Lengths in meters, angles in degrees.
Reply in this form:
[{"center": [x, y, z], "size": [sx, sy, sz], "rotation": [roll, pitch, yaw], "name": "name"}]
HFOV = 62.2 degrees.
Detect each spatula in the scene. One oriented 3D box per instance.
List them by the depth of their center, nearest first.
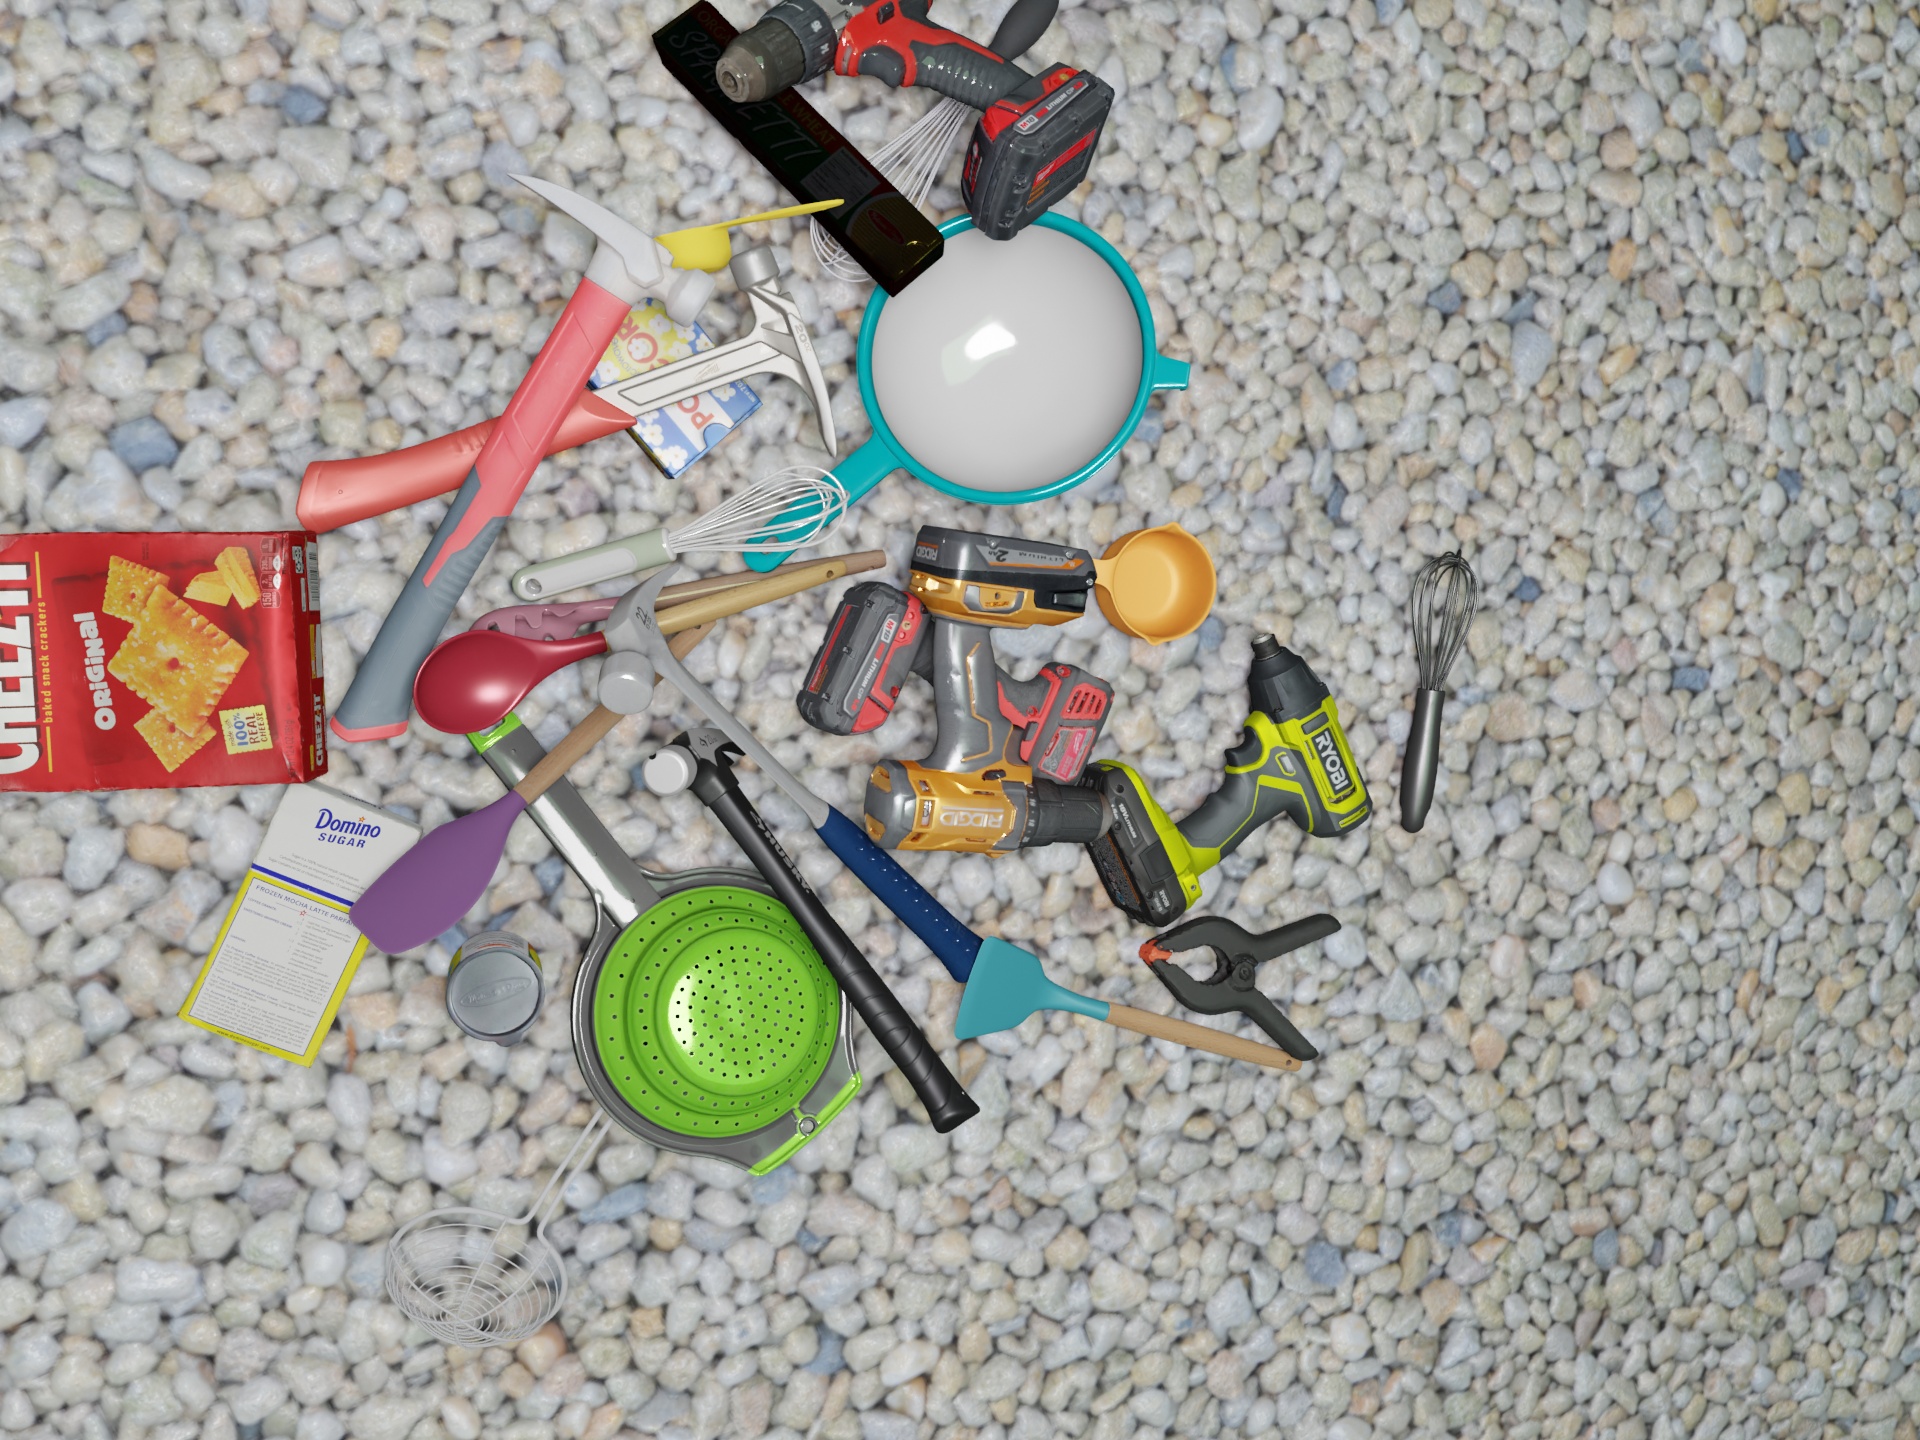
[{"center": [-0.279, 0.035, 1.081], "size": [0.060, 0.018, 0.316], "rotation": [40, 70, 9], "name": "spatula"}, {"center": [0.141, 0.243, 1.264], "size": [0.317, 0.044, 0.082], "rotation": [18, 91, -18], "name": "spatula"}]

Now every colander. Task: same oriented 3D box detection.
[{"center": [-0.211, 0.136, 1.095], "size": [0.204, 0.094, 0.397], "rotation": [-39, 95, -21], "name": "colander"}]

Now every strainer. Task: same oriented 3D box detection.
[{"center": [-0.014, -0.215, 1.158], "size": [0.340, 0.095, 0.211], "rotation": [-38, 84, 5], "name": "strainer"}]

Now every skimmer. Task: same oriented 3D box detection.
[{"center": [-0.269, 0.287, 1.153], "size": [0.127, 0.090, 0.363], "rotation": [40, 73, -18], "name": "skimmer"}]

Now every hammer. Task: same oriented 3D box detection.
[{"center": [-0.319, -0.159, 1.036], "size": [0.143, 0.038, 0.386], "rotation": [31, 98, -14], "name": "hammer"}, {"center": [-0.268, -0.192, 1.077], "size": [0.359, 0.037, 0.149], "rotation": [-21, 104, -4], "name": "hammer"}, {"center": [-0.094, 0.146, 1.103], "size": [0.035, 0.146, 0.335], "rotation": [-36, 92, 11], "name": "hammer"}, {"center": [-0.104, 0.055, 1.113], "size": [0.035, 0.144, 0.405], "rotation": [-29, 126, 18], "name": "hammer"}]

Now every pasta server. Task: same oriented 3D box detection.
[{"center": [-0.201, -0.082, 1.138], "size": [0.316, 0.060, 0.040], "rotation": [-13, 69, -18], "name": "pasta server"}]

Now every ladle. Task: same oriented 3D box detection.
[{"center": [-0.221, -0.063, 1.094], "size": [0.315, 0.031, 0.069], "rotation": [-20, 119, -23], "name": "ladle"}]

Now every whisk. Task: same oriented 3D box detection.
[{"center": [-0.194, -0.124, 1.103], "size": [0.246, 0.059, 0.057], "rotation": [-15, 116, 5], "name": "whisk"}, {"center": [-0.014, -0.434, 1.156], "size": [0.070, 0.070, 0.284], "rotation": [40, 78, -16], "name": "whisk"}, {"center": [0.391, -0.023, 1.316], "size": [0.055, 0.055, 0.239], "rotation": [4, 97, -17], "name": "whisk"}]

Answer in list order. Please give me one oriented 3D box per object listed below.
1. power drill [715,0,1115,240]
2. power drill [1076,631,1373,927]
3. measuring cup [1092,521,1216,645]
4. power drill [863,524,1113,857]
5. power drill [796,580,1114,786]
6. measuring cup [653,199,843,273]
[{"center": [-0.033, -0.424, 1.069], "size": [0.227, 0.080, 0.188], "rotation": [38, 58, 10], "name": "power drill"}, {"center": [0.203, 0.047, 1.252], "size": [0.223, 0.080, 0.171], "rotation": [-29, 103, -16], "name": "power drill"}, {"center": [0.108, -0.112, 1.221], "size": [0.173, 0.052, 0.095], "rotation": [9, 92, -15], "name": "measuring cup"}, {"center": [0.036, -0.014, 1.121], "size": [0.185, 0.084, 0.226], "rotation": [5, 98, -25], "name": "power drill"}, {"center": [-0.002, -0.004, 1.186], "size": [0.219, 0.078, 0.143], "rotation": [25, 88, -20], "name": "power drill"}, {"center": [-0.145, -0.328, 1.087], "size": [0.156, 0.062, 0.029], "rotation": [-3, 104, 28], "name": "measuring cup"}]
